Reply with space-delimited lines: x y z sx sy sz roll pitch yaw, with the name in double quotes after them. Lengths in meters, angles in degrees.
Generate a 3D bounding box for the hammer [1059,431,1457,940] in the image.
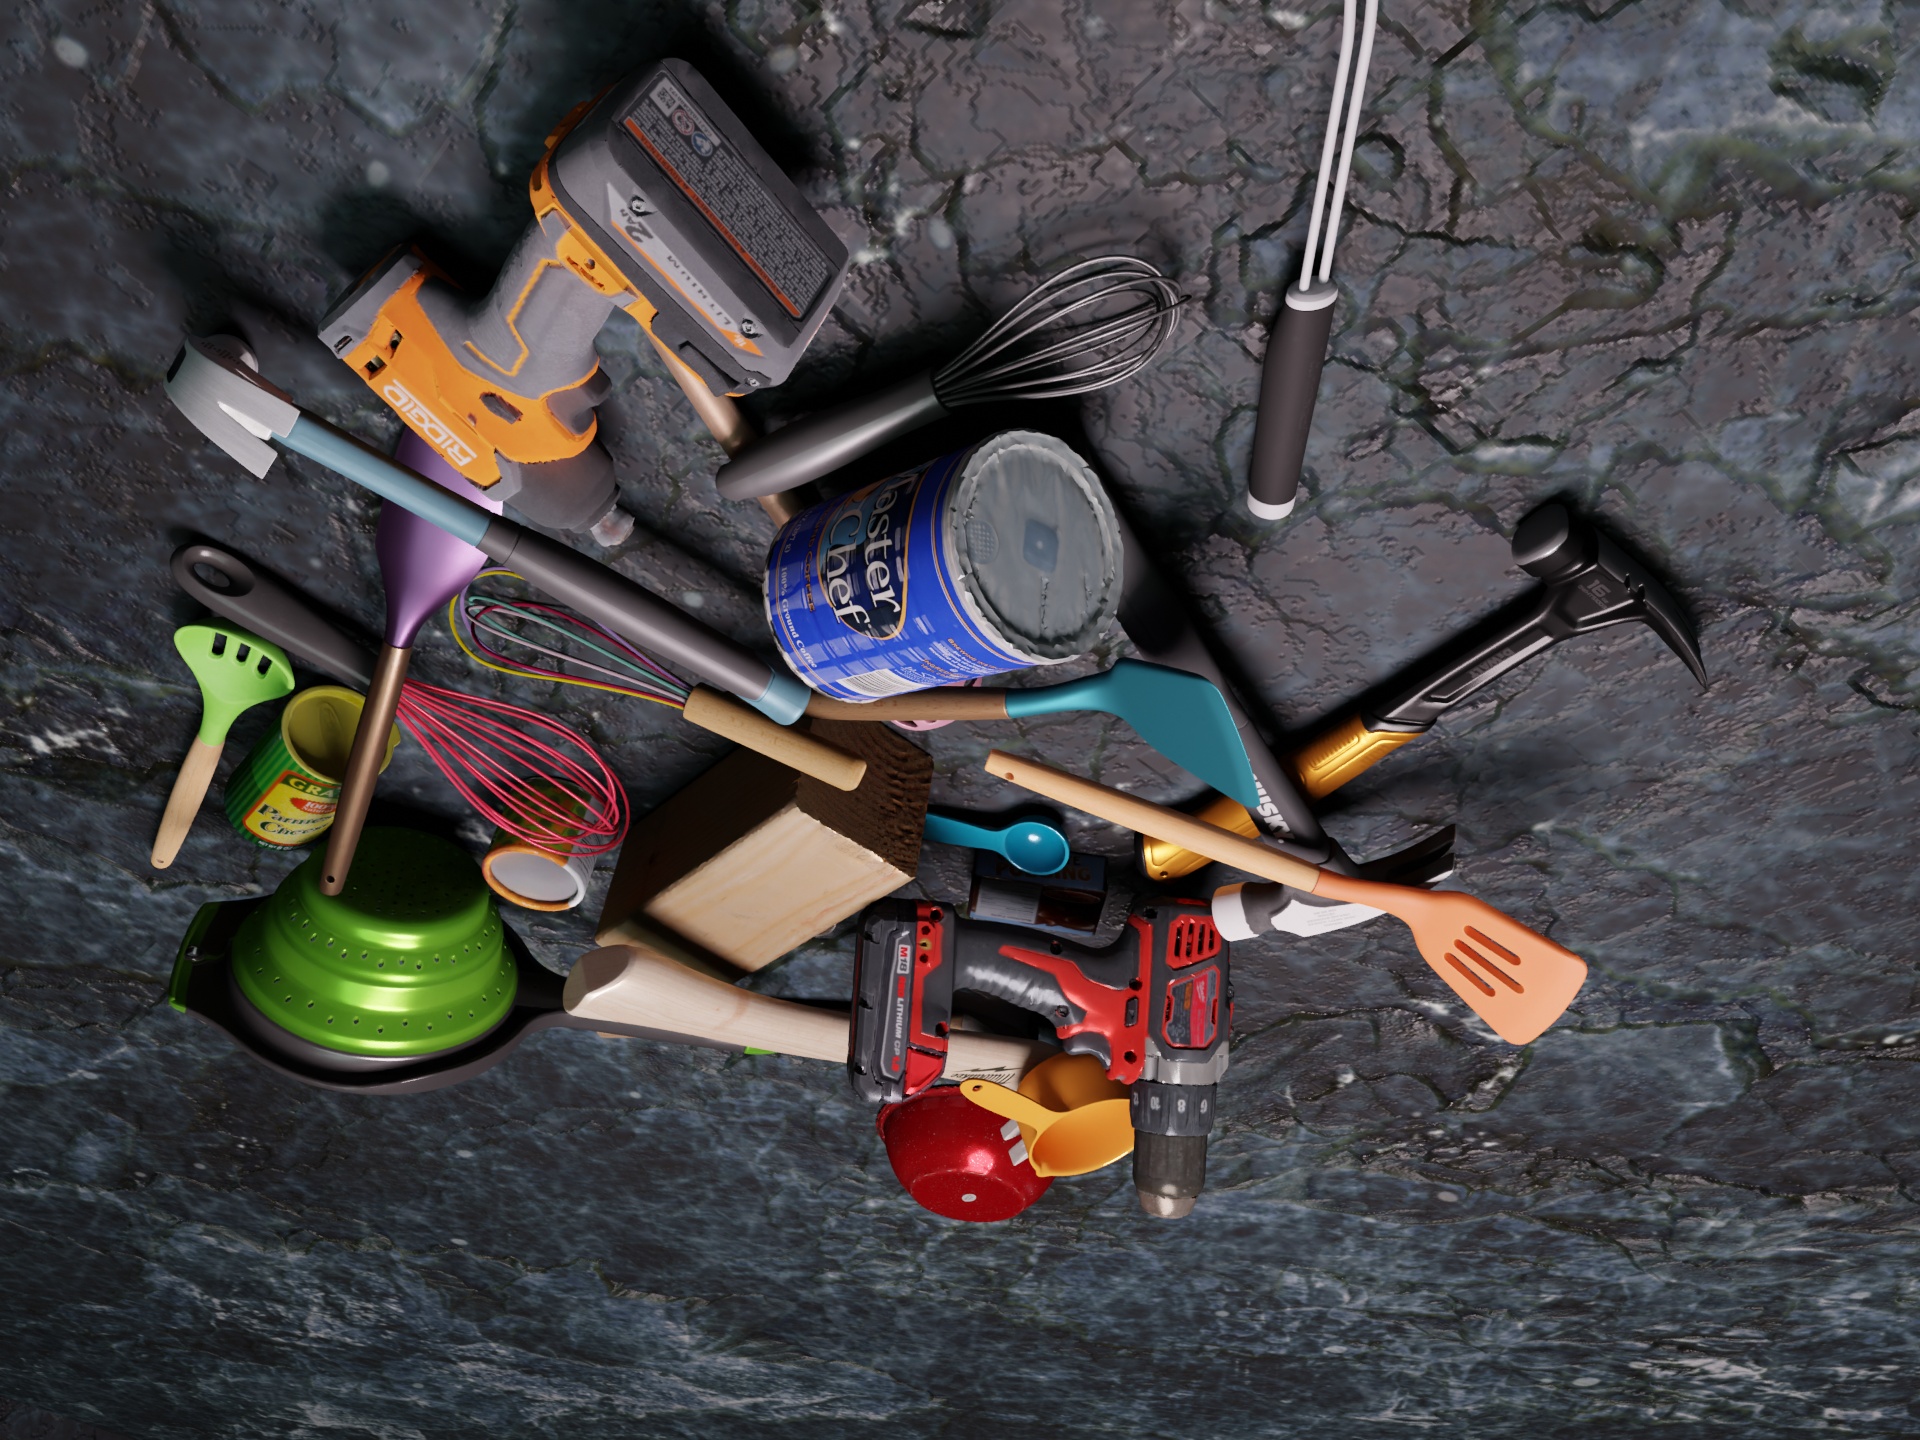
0.133 -0.010 0.818 0.146 0.035 0.334 -17 124 33 "hammer"

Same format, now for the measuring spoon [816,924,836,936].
-0.081 0.098 1.032 0.034 0.018 0.124 20 131 -12 "measuring spoon"

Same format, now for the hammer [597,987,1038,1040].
-0.109 0.221 1.158 0.331 0.031 0.129 0 138 10 "hammer"

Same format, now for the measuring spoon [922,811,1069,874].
0.006 0.064 0.977 0.128 0.021 0.042 11 129 11 "measuring spoon"

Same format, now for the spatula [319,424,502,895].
-0.310 -0.022 0.869 0.059 0.018 0.315 21 119 -11 "spatula"

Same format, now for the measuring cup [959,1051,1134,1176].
0.052 0.242 1.039 0.095 0.052 0.173 -41 132 19 "measuring cup"

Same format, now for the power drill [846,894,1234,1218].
0.049 0.193 0.938 0.226 0.188 0.080 4 175 -7 "power drill"

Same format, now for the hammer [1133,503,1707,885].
0.224 0.013 0.862 0.127 0.034 0.337 33 134 -23 "hammer"

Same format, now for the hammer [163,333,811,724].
-0.218 -0.086 0.771 0.330 0.128 0.033 29 97 -22 "hammer"

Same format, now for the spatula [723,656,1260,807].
-0.001 -0.003 0.804 0.317 0.044 0.082 0 135 31 "spatula"

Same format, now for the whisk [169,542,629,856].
-0.316 -0.011 0.918 0.295 0.073 0.073 36 132 -20 "whisk"

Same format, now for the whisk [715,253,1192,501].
-0.010 -0.144 0.706 0.239 0.055 0.055 -19 132 23 "whisk"

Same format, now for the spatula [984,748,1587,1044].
0.163 0.082 0.840 0.322 0.041 0.081 20 137 4 "spatula"

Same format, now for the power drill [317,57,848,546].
-0.156 -0.160 0.681 0.226 0.084 0.164 -17 127 41 "power drill"

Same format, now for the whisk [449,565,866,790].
-0.166 -0.016 0.859 0.245 0.047 0.051 24 148 5 "whisk"

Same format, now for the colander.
-0.287 0.149 1.031 0.397 0.205 0.094 13 116 -19 "colander"

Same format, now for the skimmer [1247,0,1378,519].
0.157 -0.196 0.597 0.127 0.090 0.363 -20 143 -15 "skimmer"

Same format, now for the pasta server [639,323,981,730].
-0.079 -0.100 0.799 0.060 0.040 0.315 -15 129 25 "pasta server"

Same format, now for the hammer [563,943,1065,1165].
-0.067 0.212 1.023 0.410 0.038 0.146 19 122 -36 "hammer"

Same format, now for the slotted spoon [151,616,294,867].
-0.481 0.021 1.007 0.070 0.031 0.313 27 138 -19 "slotted spoon"
